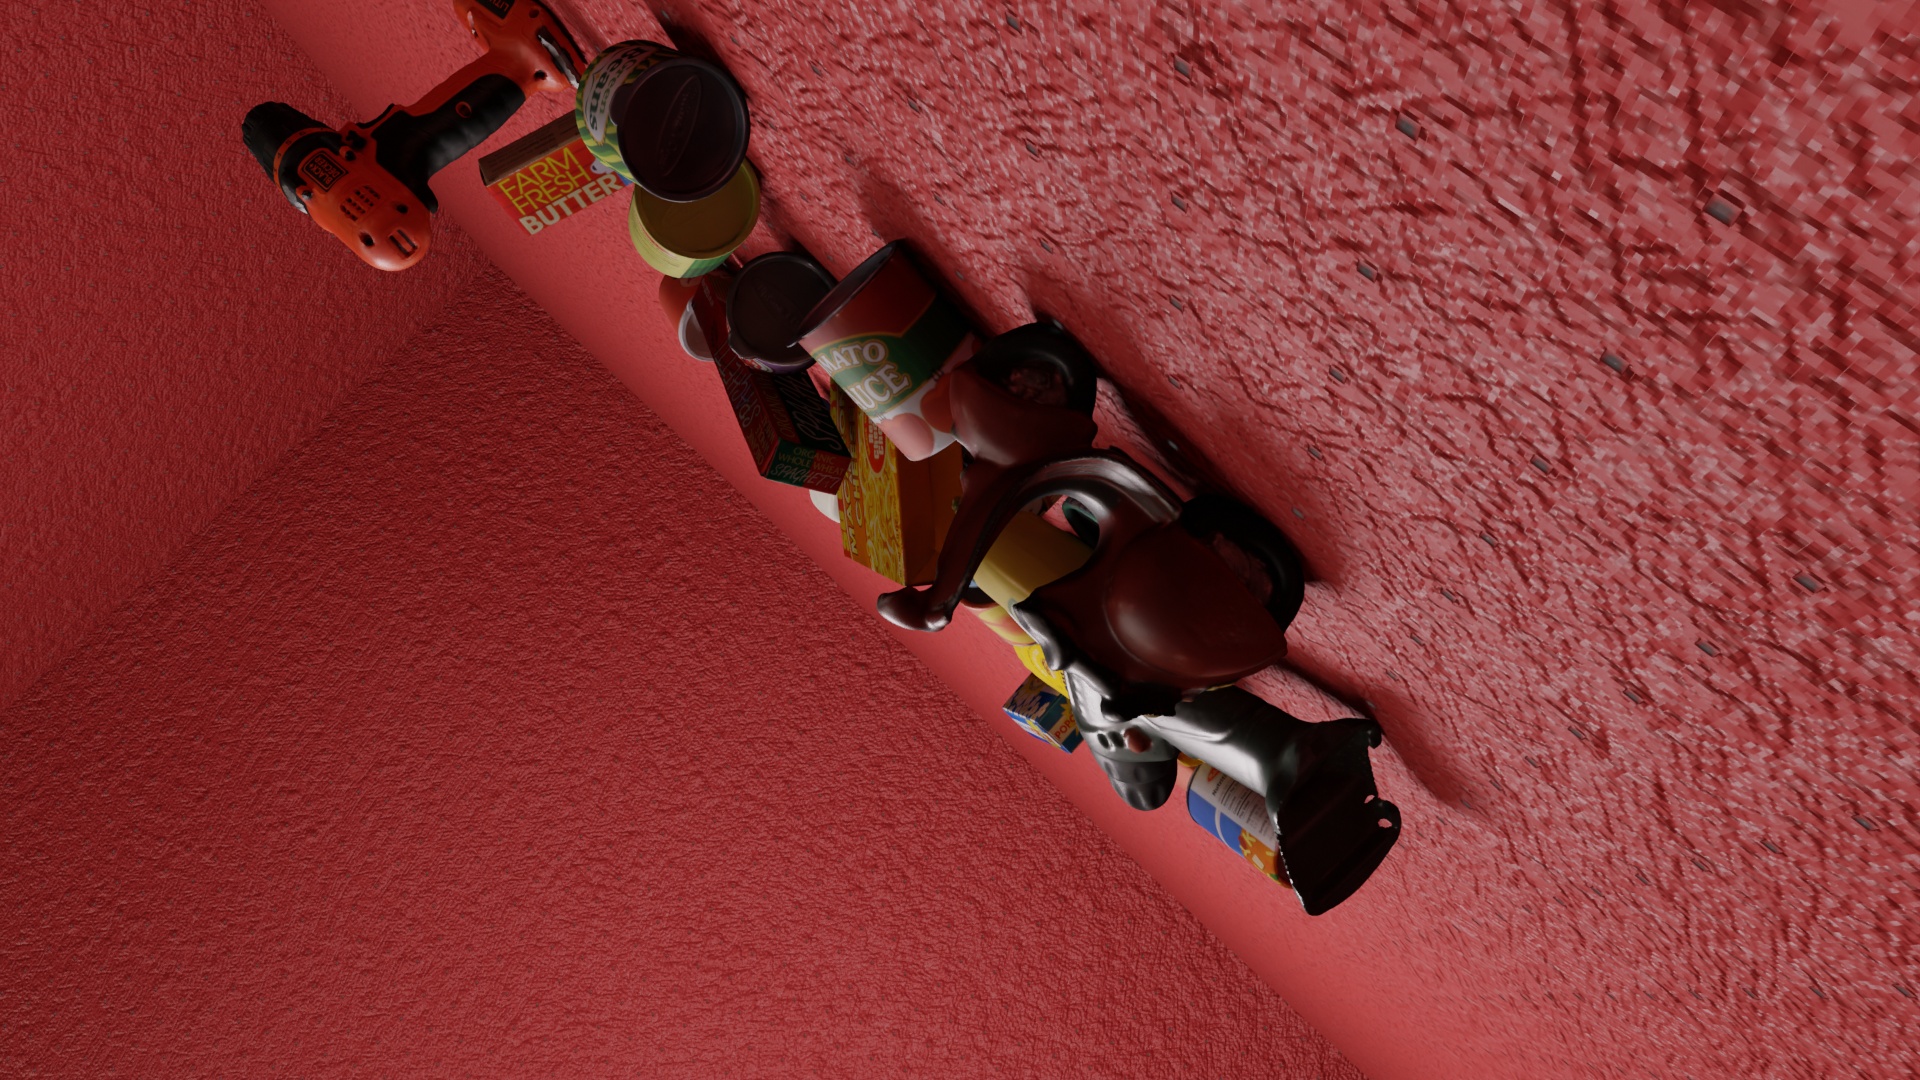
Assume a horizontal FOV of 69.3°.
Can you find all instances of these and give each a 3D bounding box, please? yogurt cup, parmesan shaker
[{"bbox_3d":[-0.189,-0.175,1.035,0.054,0.072,0.072,48,175,34],"label":"yogurt cup"},{"bbox_3d":[-0.154,-0.189,0.784,0.071,0.071,0.103,46,172,-14],"label":"parmesan shaker"}]

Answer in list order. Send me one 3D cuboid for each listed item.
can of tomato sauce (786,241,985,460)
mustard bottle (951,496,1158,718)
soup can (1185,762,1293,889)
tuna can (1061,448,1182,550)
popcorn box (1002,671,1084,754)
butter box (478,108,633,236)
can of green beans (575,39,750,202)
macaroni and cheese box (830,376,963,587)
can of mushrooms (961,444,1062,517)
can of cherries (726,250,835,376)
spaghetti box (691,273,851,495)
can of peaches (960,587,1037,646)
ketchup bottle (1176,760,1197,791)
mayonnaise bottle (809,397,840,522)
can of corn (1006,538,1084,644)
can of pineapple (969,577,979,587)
[{"bbox_3d":[-0.029,-0.088,0.661,0.083,0.071,0.071,46,171,-18],"label":"can of tomato sauce"},{"bbox_3d":[0.046,0.023,0.686,0.160,0.049,0.065,38,169,36],"label":"mustard bottle"},{"bbox_3d":[0.199,0.178,0.900,0.071,0.071,0.084,50,169,-36],"label":"soup can"},{"bbox_3d":[0.081,-0.008,0.659,0.071,0.033,0.071,43,172,8],"label":"tuna can"},{"bbox_3d":[0.085,0.118,1.090,0.038,0.085,0.126,44,171,-7],"label":"popcorn box"},{"bbox_3d":[-0.228,-0.226,0.826,0.024,0.103,0.053,63,-178,27],"label":"butter box"},{"bbox_3d":[-0.143,-0.201,0.662,0.058,0.071,0.071,36,168,46],"label":"can of green beans"},{"bbox_3d":[-0.040,-0.045,0.807,0.166,0.040,0.123,-164,70,-73],"label":"macaroni and cheese box"},{"bbox_3d":[0.026,-0.036,0.786,0.071,0.033,0.071,43,171,9],"label":"can of mushrooms"},{"bbox_3d":[-0.109,-0.132,0.826,0.071,0.071,0.058,45,172,-7],"label":"can of cherries"},{"bbox_3d":[-0.127,-0.107,0.897,0.050,0.028,0.251,14,-154,-29],"label":"spaghetti box"},{"bbox_3d":[0.033,0.030,0.932,0.071,0.071,0.058,36,175,45],"label":"can of peaches"},{"bbox_3d":[0.168,0.160,1.048,0.149,0.043,0.064,36,168,44],"label":"ketchup bottle"},{"bbox_3d":[-0.110,-0.072,1.187,0.041,0.065,0.147,37,166,22],"label":"mayonnaise bottle"},{"bbox_3d":[0.069,0.039,0.865,0.071,0.058,0.071,43,172,8],"label":"can of corn"},{"bbox_3d":[0.003,-0.011,0.894,0.071,0.071,0.057,36,167,46],"label":"can of pineapple"}]
